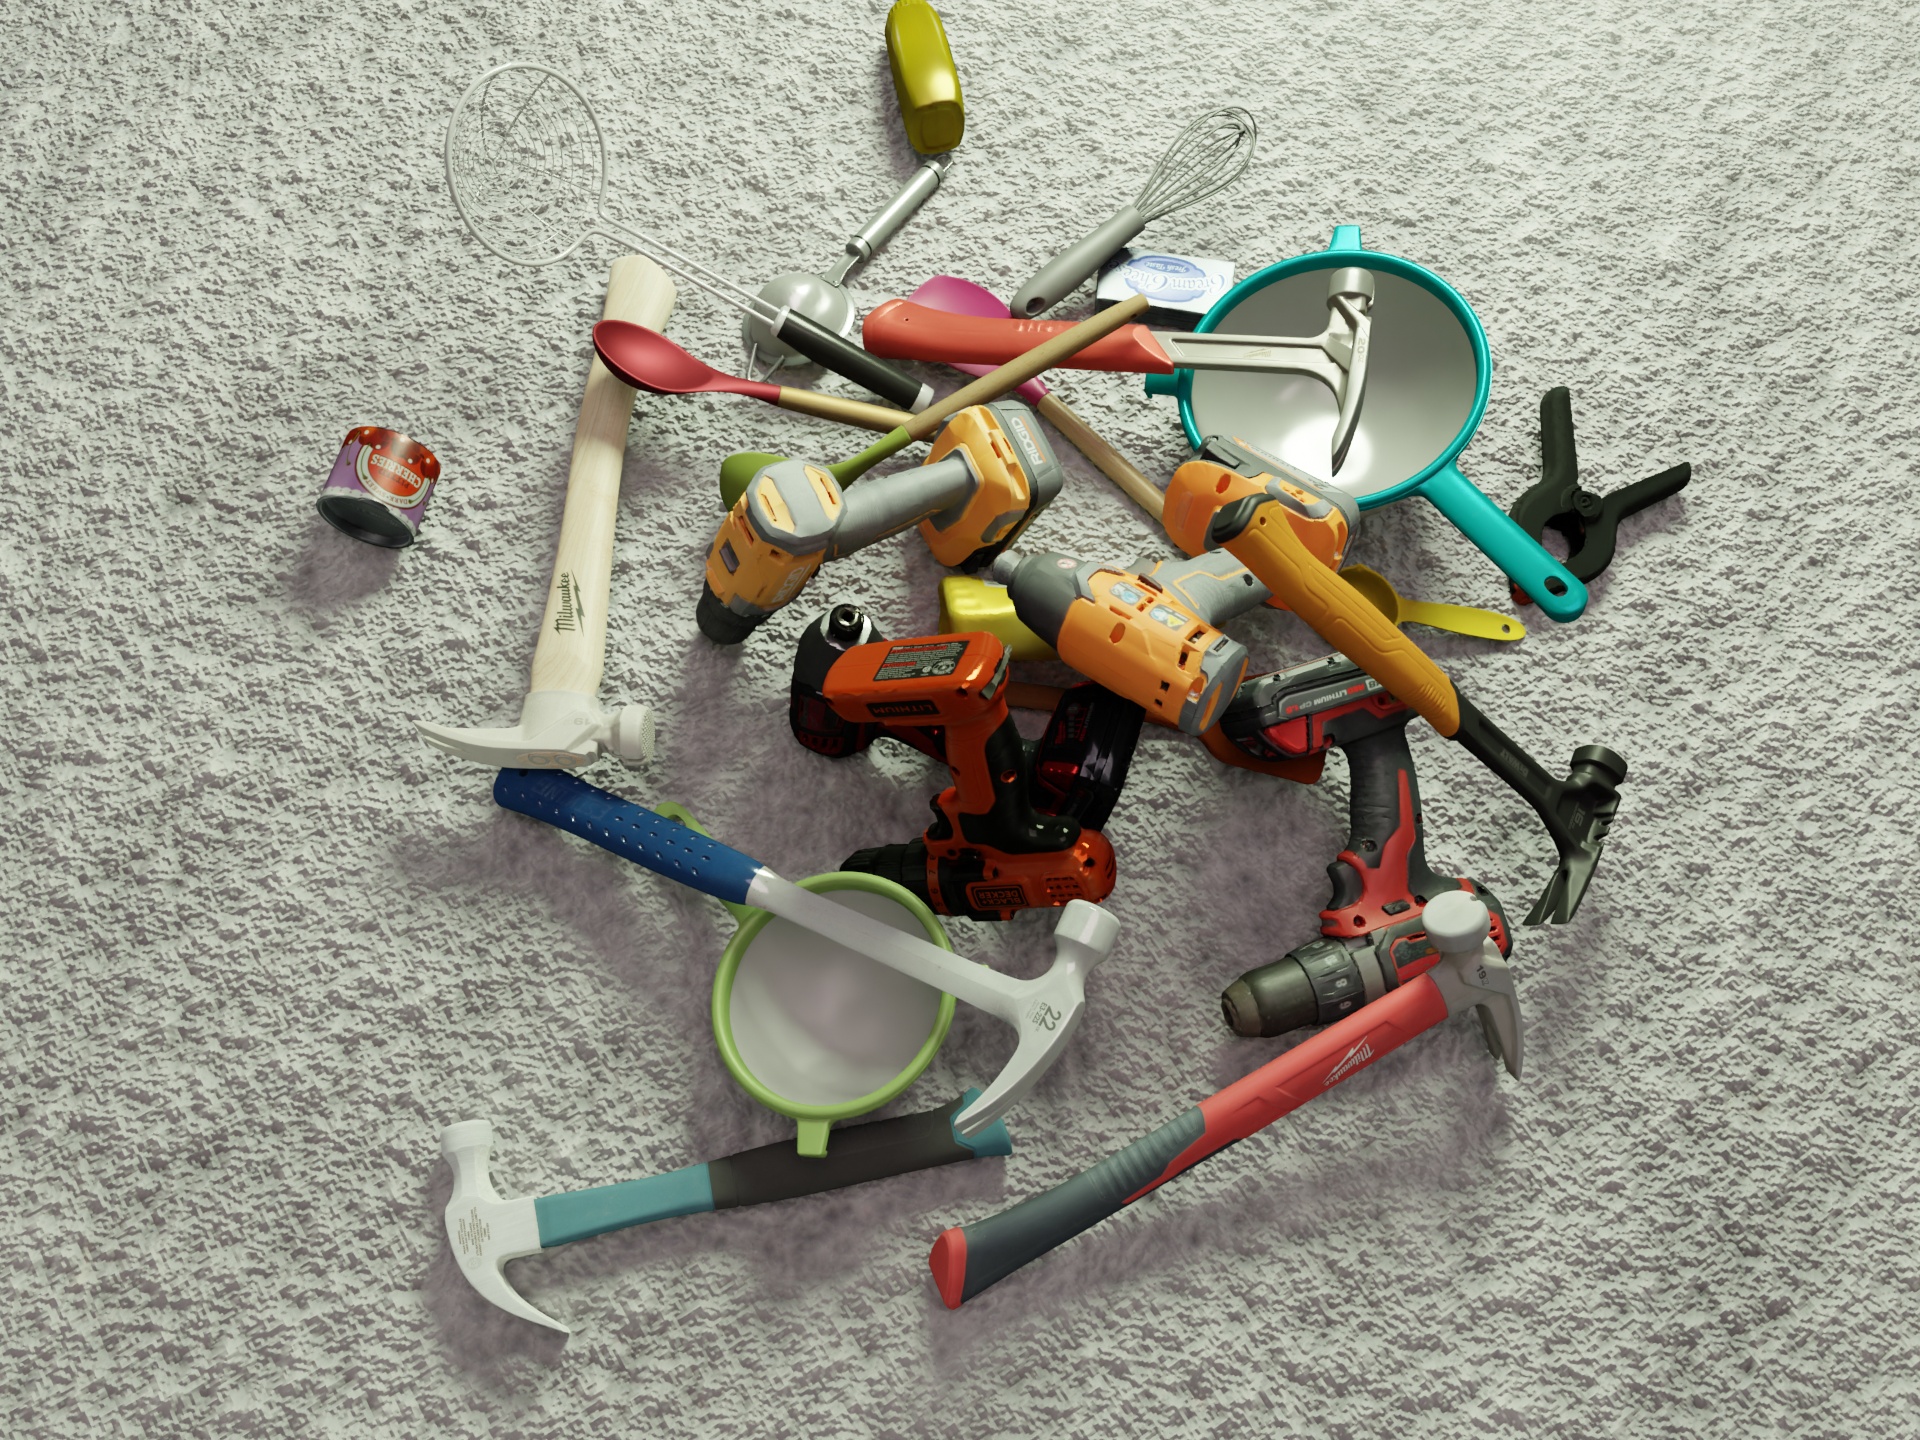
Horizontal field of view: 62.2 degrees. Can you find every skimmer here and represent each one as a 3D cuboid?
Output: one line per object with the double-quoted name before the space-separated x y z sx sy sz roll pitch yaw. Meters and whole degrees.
"skimmer" -0.172 -0.309 1.084 0.363 0.090 0.127 27 82 -15

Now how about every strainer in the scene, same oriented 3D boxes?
"strainer" -0.104 0.142 0.988 0.151 0.069 0.257 -44 61 -9
"strainer" 0.300 -0.175 1.100 0.211 0.095 0.341 -38 65 -2
"strainer" -0.083 -0.351 1.196 0.087 0.050 0.258 28 65 22

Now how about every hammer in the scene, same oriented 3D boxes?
"hammer" -0.116 0.107 0.947 0.406 0.035 0.144 21 71 23
"hammer" 0.101 -0.253 1.113 0.359 0.036 0.149 7 70 17
"hammer" -0.134 0.271 0.942 0.331 0.033 0.128 -10 68 -8
"hammer" 0.161 0.249 0.950 0.386 0.143 0.038 -29 32 -4
"hammer" 0.272 -0.014 0.948 0.336 0.034 0.127 38 66 -20
"hammer" -0.260 -0.156 1.085 0.146 0.038 0.411 1 61 2

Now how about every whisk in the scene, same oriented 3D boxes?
"whisk" 0.128 -0.376 1.185 0.239 0.055 0.055 -40 76 -7

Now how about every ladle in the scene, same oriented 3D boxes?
"ladle" -0.019 -0.218 1.090 0.320 0.078 0.062 -29 67 1
"ladle" -0.102 -0.224 1.119 0.315 0.031 0.069 11 42 -13

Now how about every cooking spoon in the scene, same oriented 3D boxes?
"cooking spoon" 0.079 -0.217 1.161 0.069 0.017 0.319 -42 76 -11

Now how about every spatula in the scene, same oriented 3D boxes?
"spatula" 0.083 -0.014 1.066 0.322 0.041 0.081 7 81 0

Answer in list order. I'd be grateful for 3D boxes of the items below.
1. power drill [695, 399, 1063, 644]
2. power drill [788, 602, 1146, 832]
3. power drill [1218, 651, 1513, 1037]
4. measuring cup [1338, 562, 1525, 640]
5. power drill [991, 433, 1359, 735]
"power drill" -0.065 -0.122 1.051 0.226 0.185 0.084 -21 78 -30
"power drill" -0.002 -0.003 1.004 0.219 0.143 0.079 19 61 2
"power drill" 0.229 0.079 0.998 0.188 0.080 0.227 -17 90 -10
"measuring cup" 0.322 -0.069 1.119 0.156 0.029 0.062 8 67 -13
"power drill" 0.134 -0.095 0.990 0.164 0.084 0.226 32 46 19
